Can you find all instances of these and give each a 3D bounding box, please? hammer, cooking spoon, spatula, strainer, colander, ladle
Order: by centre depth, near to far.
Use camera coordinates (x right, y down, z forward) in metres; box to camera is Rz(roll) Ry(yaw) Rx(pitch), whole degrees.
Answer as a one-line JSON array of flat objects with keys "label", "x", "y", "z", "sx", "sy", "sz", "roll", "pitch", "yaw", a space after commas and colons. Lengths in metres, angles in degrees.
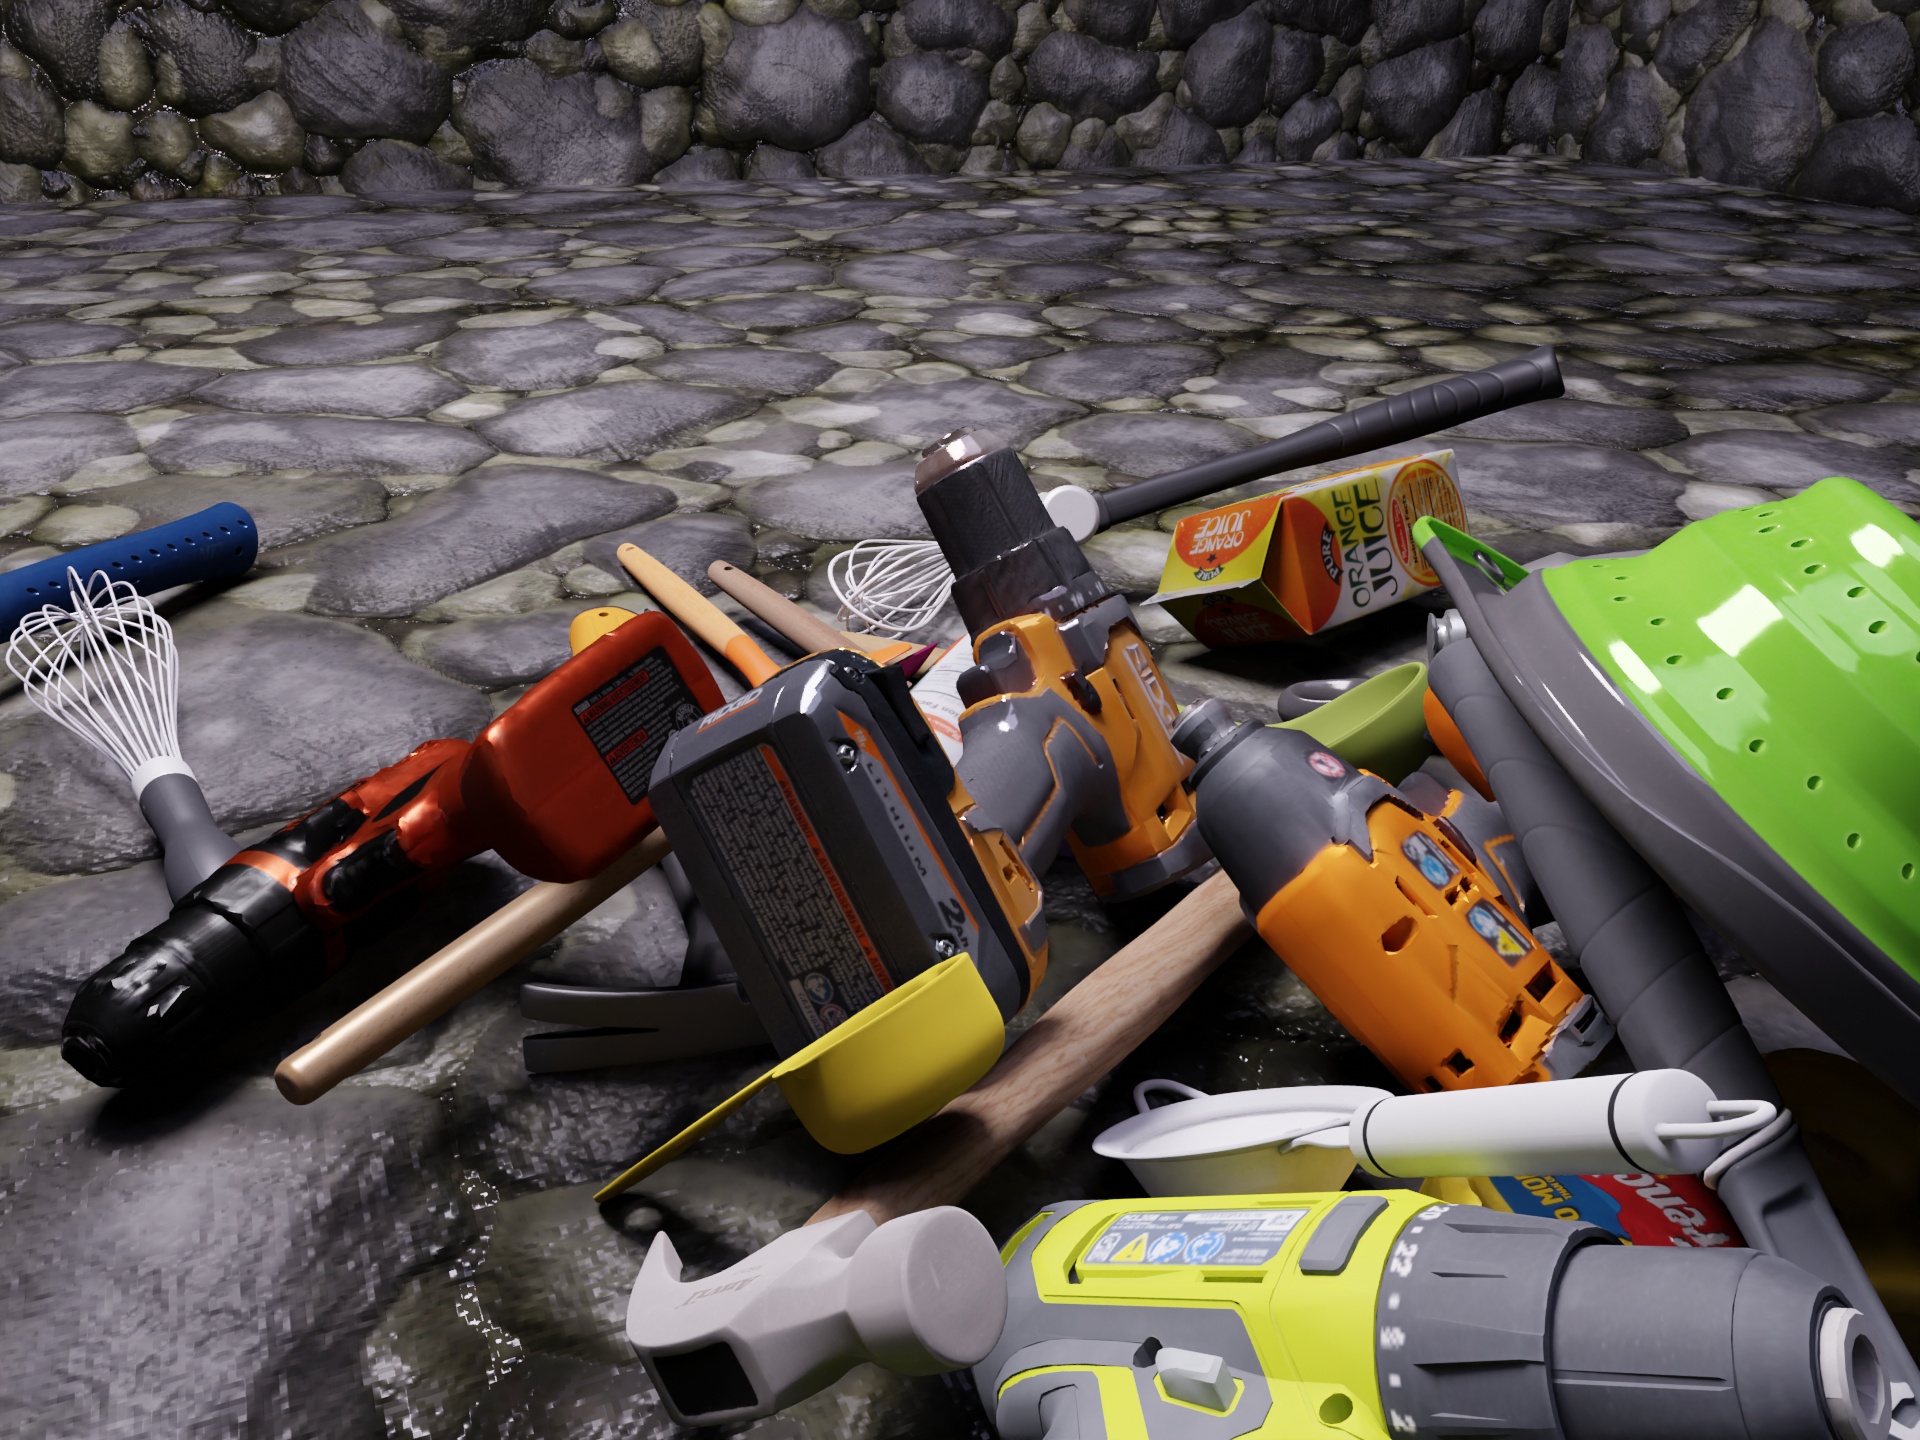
[{"label": "hammer", "x": 0.186, "y": 0.117, "z": 0.369, "sx": 0.149, "sy": 0.036, "sz": 0.409, "roll": 0, "pitch": 41, "yaw": -8}, {"label": "colander", "x": 0.276, "y": 0.062, "z": 0.383, "sx": 0.204, "sy": 0.094, "sz": 0.398, "roll": 12, "pitch": 38, "yaw": -49}, {"label": "strainer", "x": 0.101, "y": 0.105, "z": 0.391, "sx": 0.087, "sy": 0.050, "sz": 0.258, "roll": -9, "pitch": -13, "yaw": -19}, {"label": "hammer", "x": 0.029, "y": 0.100, "z": 0.472, "sx": 0.130, "sy": 0.031, "sz": 0.331, "roll": -27, "pitch": -1, "yaw": 34}, {"label": "cooking spoon", "x": -0.103, "y": 0.038, "z": 0.561, "sx": 0.069, "sy": 0.017, "sz": 0.319, "roll": -25, "pitch": 8, "yaw": 41}, {"label": "hammer", "x": -0.132, "y": 0.027, "z": 0.658, "sx": 0.127, "sy": 0.034, "sz": 0.337, "roll": -7, "pitch": 27, "yaw": -19}, {"label": "hammer", "x": -0.455, "y": -0.045, "z": 0.706, "sx": 0.035, "sy": 0.144, "sz": 0.405, "roll": 10, "pitch": 21, "yaw": 11}, {"label": "ladle", "x": 0.062, "y": -0.021, "z": 0.744, "sx": 0.320, "sy": 0.062, "sz": 0.078, "roll": 13, "pitch": 30, "yaw": 27}, {"label": "spatula", "x": -0.037, "y": -0.015, "z": 0.754, "sx": 0.060, "sy": 0.018, "sz": 0.316, "roll": -22, "pitch": 38, "yaw": -31}, {"label": "spatula", "x": -0.122, "y": -0.051, "z": 0.795, "sx": 0.081, "sy": 0.041, "sz": 0.323, "roll": -29, "pitch": 31, "yaw": -17}, {"label": "hammer", "x": 0.186, "y": -0.151, "z": 0.896, "sx": 0.334, "sy": 0.035, "sz": 0.146, "roll": -18, "pitch": 3, "yaw": -8}]

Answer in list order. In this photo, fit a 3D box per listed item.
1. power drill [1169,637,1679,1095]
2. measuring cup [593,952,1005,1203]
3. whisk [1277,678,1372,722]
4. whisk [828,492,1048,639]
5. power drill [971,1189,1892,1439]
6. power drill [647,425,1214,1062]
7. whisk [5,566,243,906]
[{"label": "power drill", "x": 0.178, "y": 0.029, "z": 0.558, "sx": 0.164, "sy": 0.084, "sz": 0.226, "roll": 48, "pitch": 44, "yaw": 15}, {"label": "measuring cup", "x": -0.048, "y": 0.108, "z": 0.420, "sx": 0.029, "sy": 0.156, "sz": 0.062, "roll": 56, "pitch": 35, "yaw": 5}, {"label": "whisk", "x": 0.292, "y": 0.000, "z": 0.714, "sx": 0.296, "sy": 0.073, "sz": 0.073, "roll": 4, "pitch": 25, "yaw": 18}, {"label": "whisk", "x": 0.001, "y": -0.097, "z": 0.906, "sx": 0.059, "sy": 0.057, "sz": 0.246, "roll": 43, "pitch": 33, "yaw": 9}, {"label": "power drill", "x": 0.038, "y": 0.161, "z": 0.273, "sx": 0.190, "sy": 0.080, "sz": 0.228, "roll": -18, "pitch": 10, "yaw": 43}, {"label": "power drill", "x": -0.001, "y": -0.002, "z": 0.531, "sx": 0.084, "sy": 0.185, "sz": 0.226, "roll": -26, "pitch": 2, "yaw": 34}, {"label": "whisk", "x": -0.335, "y": 0.013, "z": 0.656, "sx": 0.070, "sy": 0.070, "sz": 0.285, "roll": -16, "pitch": 37, "yaw": -32}]
